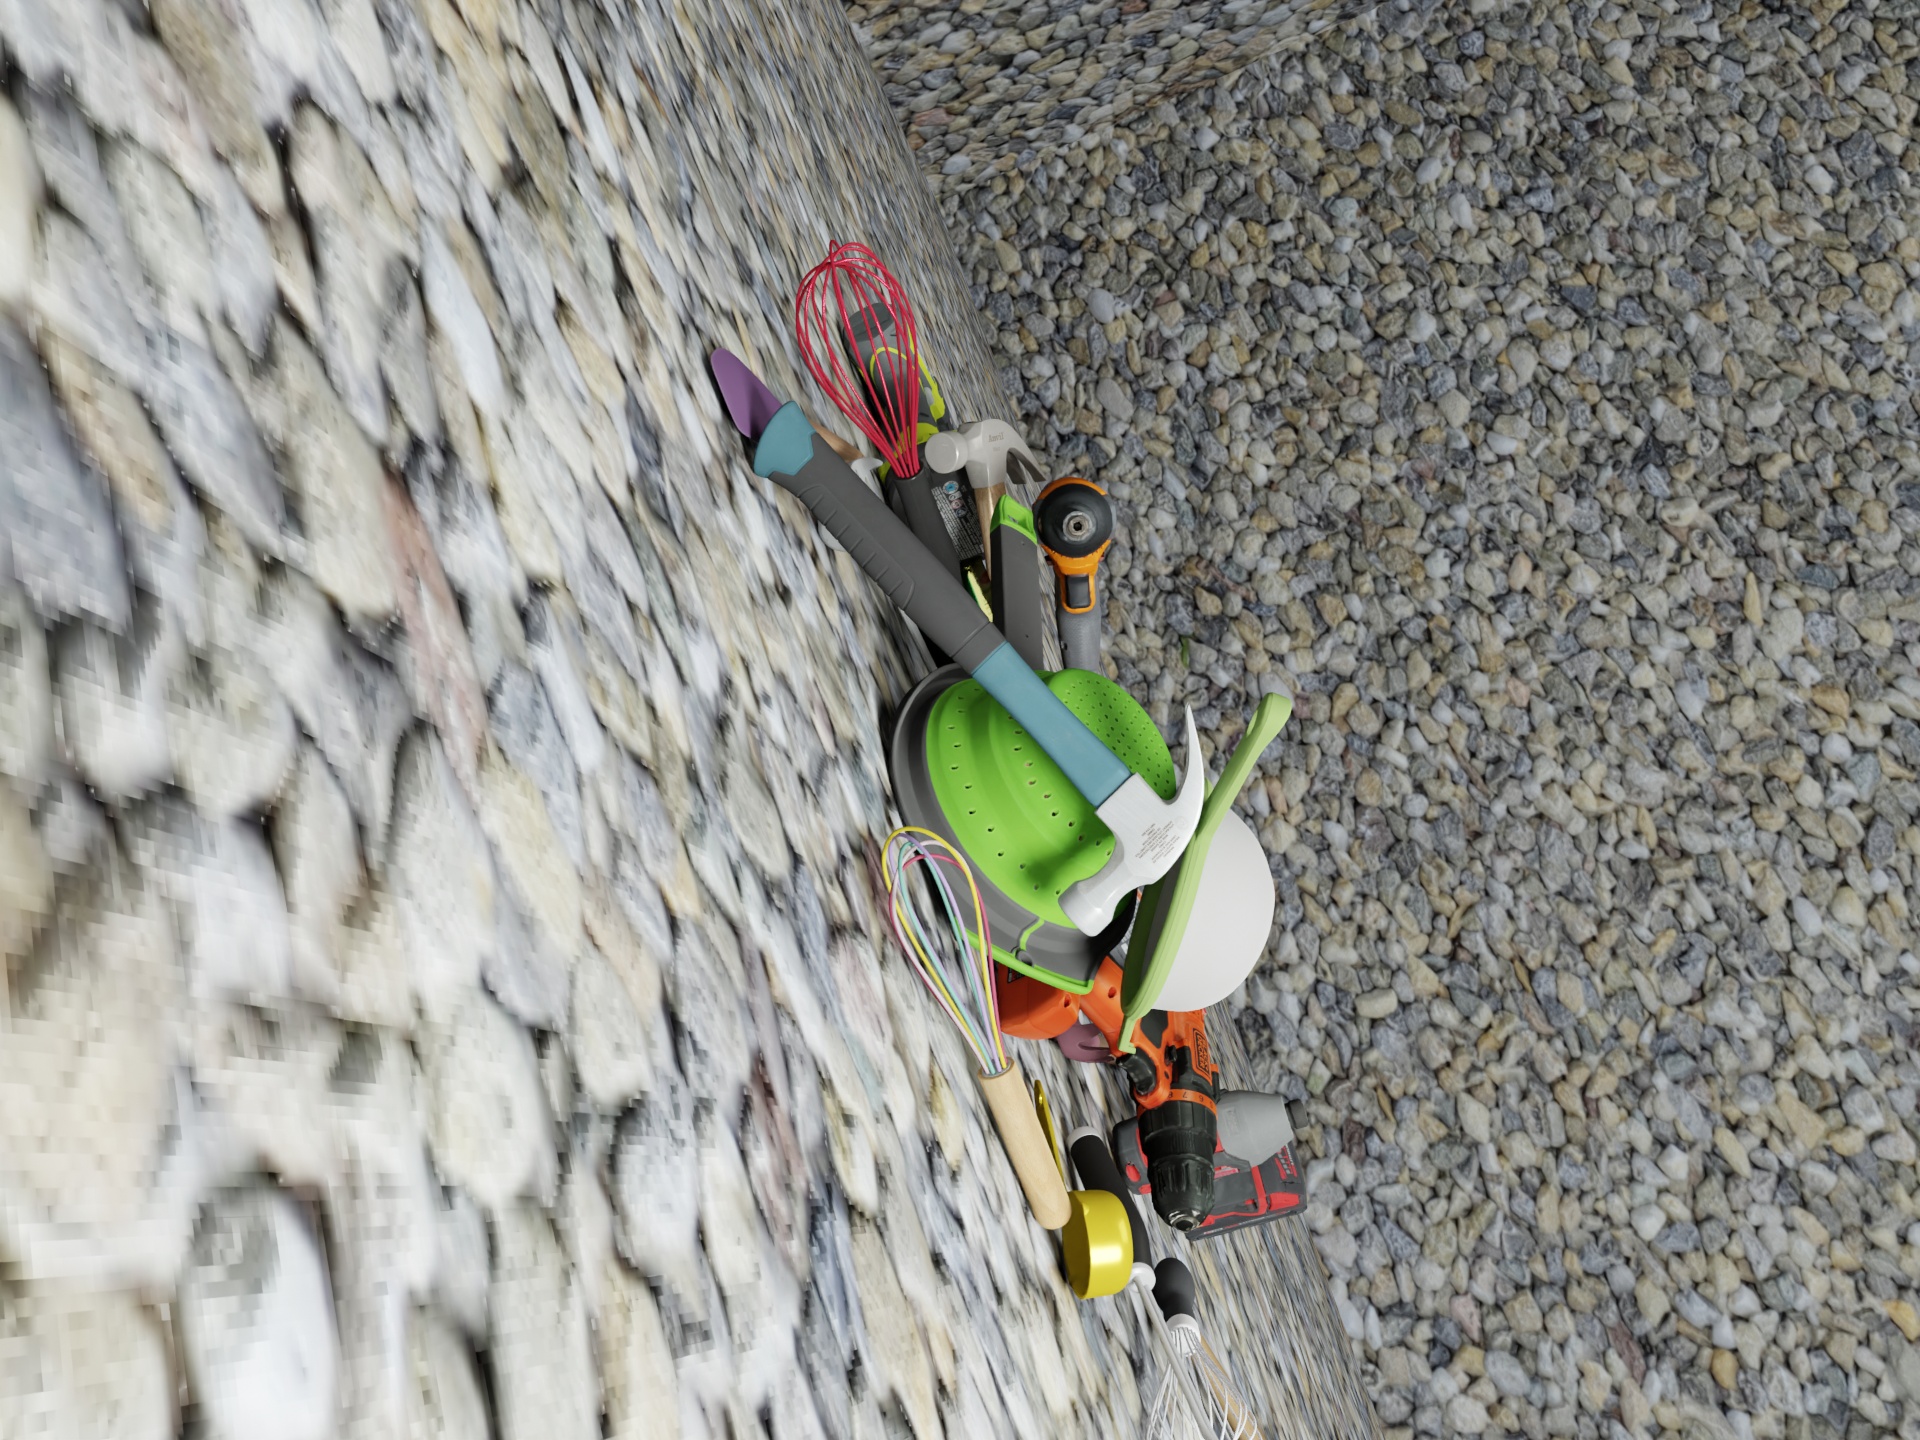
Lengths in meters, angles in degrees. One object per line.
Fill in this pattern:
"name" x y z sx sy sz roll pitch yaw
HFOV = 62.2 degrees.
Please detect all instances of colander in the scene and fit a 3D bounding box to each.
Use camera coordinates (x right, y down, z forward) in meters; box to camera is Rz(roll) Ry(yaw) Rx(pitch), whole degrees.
"colander" 0.062 -0.026 1.018 0.204 0.094 0.398 29 41 -29

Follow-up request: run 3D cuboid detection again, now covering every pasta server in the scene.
"pasta server" 0.111 0.247 1.221 0.316 0.040 0.060 49 22 -68

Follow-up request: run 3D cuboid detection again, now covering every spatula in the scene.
"spatula" -0.103 -0.187 1.015 0.316 0.018 0.060 -9 77 -80

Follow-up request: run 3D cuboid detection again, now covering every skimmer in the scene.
"skimmer" 0.091 0.364 0.869 0.127 0.090 0.364 57 4 -29

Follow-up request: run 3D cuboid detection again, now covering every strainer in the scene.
"strainer" 0.160 0.080 0.912 0.256 0.069 0.152 108 0 -47

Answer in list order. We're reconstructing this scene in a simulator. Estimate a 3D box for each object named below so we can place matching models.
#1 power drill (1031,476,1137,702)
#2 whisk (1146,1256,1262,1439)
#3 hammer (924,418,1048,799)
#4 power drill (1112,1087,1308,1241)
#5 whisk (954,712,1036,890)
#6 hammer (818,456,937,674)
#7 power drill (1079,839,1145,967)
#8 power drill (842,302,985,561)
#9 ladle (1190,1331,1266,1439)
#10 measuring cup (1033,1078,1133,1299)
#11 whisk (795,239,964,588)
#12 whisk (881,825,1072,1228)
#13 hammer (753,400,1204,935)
"power drill" 0.092 -0.072 1.220 0.164 0.084 0.226 -76 162 -80
"whisk" 0.143 0.405 1.011 0.284 0.070 0.070 -59 128 -85
"hammer" 0.039 -0.078 1.288 0.130 0.031 0.331 -29 115 -53
"power drill" 0.207 0.341 1.244 0.219 0.143 0.079 58 17 -60
"whisk" 0.028 0.087 1.083 0.055 0.055 0.238 -91 162 -66
"hammer" -0.002 -0.004 1.132 0.144 0.035 0.405 -94 160 -61
"power drill" 0.141 0.110 1.229 0.185 0.084 0.226 56 18 10
"power drill" -0.029 -0.238 1.387 0.171 0.080 0.223 57 12 -49
"ladle" 0.217 0.556 1.169 0.320 0.062 0.078 60 13 -12
"measuring cup" 0.068 0.262 0.914 0.157 0.029 0.062 -106 -161 -59
"whisk" -0.040 -0.175 1.020 0.295 0.073 0.073 69 6 -45
"whisk" 0.014 0.164 0.830 0.051 0.047 0.244 -86 157 -72
"hammer" 0.005 -0.043 0.876 0.331 0.128 0.033 47 6 3
